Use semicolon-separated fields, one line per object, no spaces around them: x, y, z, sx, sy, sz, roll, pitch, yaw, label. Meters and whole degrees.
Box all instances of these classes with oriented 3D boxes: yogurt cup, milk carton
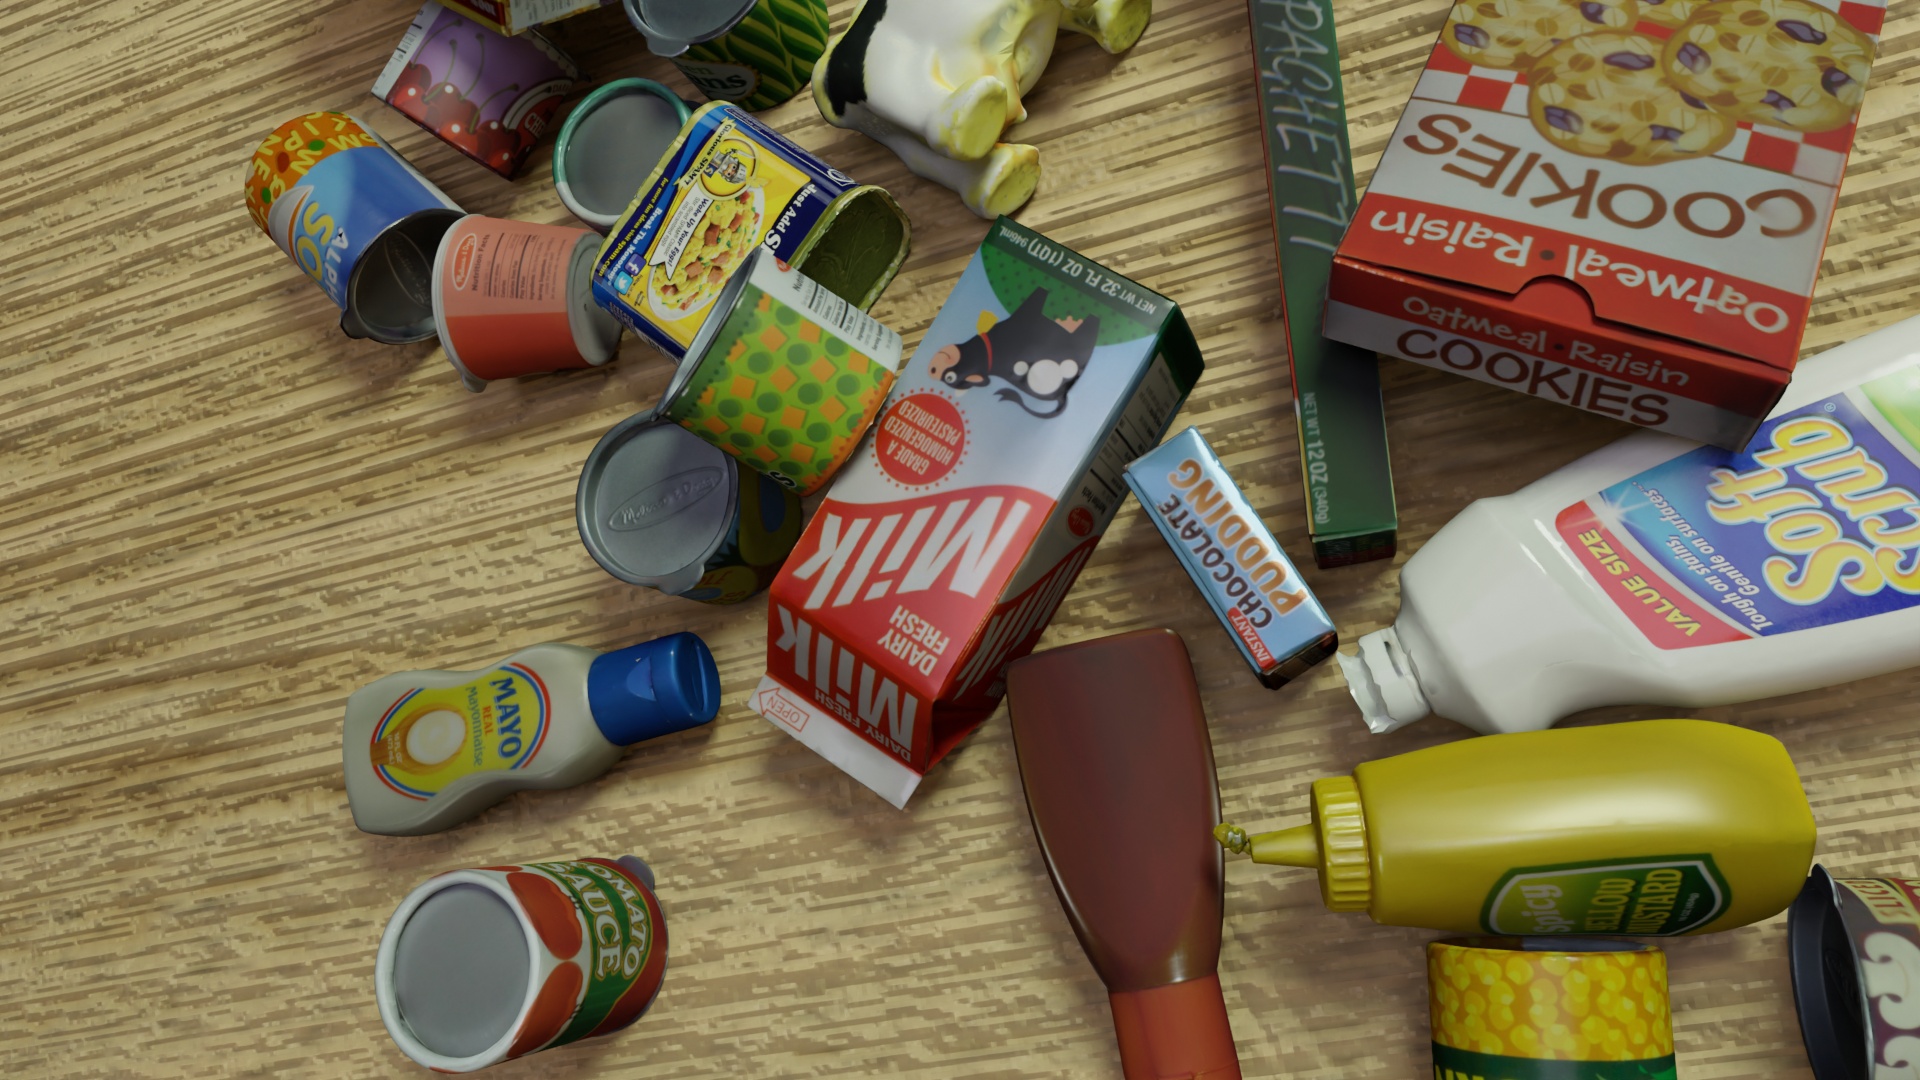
-0.172;-0.098;0.563;0.054;0.072;0.072;2;80;10;yogurt cup
0.002;-0.006;0.482;0.072;0.073;0.190;31;90;20;milk carton

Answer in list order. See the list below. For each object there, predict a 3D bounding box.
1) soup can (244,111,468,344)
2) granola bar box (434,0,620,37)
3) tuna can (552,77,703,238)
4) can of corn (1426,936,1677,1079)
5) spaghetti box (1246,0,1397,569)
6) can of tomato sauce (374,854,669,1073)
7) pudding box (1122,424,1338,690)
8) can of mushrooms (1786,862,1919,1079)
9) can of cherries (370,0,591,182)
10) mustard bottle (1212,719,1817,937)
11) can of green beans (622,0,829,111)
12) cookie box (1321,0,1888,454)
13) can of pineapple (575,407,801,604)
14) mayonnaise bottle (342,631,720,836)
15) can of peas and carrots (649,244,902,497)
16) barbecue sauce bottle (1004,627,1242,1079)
-0.255;-0.132;0.592;0.084;0.071;0.071;40;93;21;soup can
-0.199;-0.272;0.581;0.166;0.038;0.125;31;45;21;granola bar box
-0.132;-0.158;0.577;0.071;0.033;0.071;-3;79;17;tuna can
0.168;0.146;0.399;0.071;0.071;0.058;-4;77;17;can of corn
0.121;-0.117;0.479;0.028;0.050;0.250;-7;77;15;spaghetti box
-0.152;0.147;0.494;0.071;0.083;0.071;-3;79;18;can of tomato sauce
0.090;0.006;0.463;0.030;0.049;0.084;-34;71;8;pudding box
0.253;0.123;0.377;0.033;0.071;0.071;-4;78;16;can of mushrooms
-0.203;-0.194;0.591;0.071;0.071;0.058;31;90;21;can of cherries
0.156;0.088;0.408;0.160;0.065;0.049;-5;46;9;mustard bottle
-0.094;-0.217;0.564;0.071;0.058;0.071;-3;78;17;can of green beans
0.198;-0.117;0.426;0.123;0.040;0.168;20;62;20;cookie box
-0.101;-0.009;0.523;0.071;0.058;0.071;-4;78;18;can of pineapple
-0.166;0.070;0.537;0.148;0.041;0.065;-16;73;15;mayonnaise bottle
-0.062;-0.054;0.470;0.058;0.071;0.071;31;90;-17;can of peas and carrots
0.058;0.107;0.457;0.065;0.043;0.149;-14;76;12;barbecue sauce bottle
